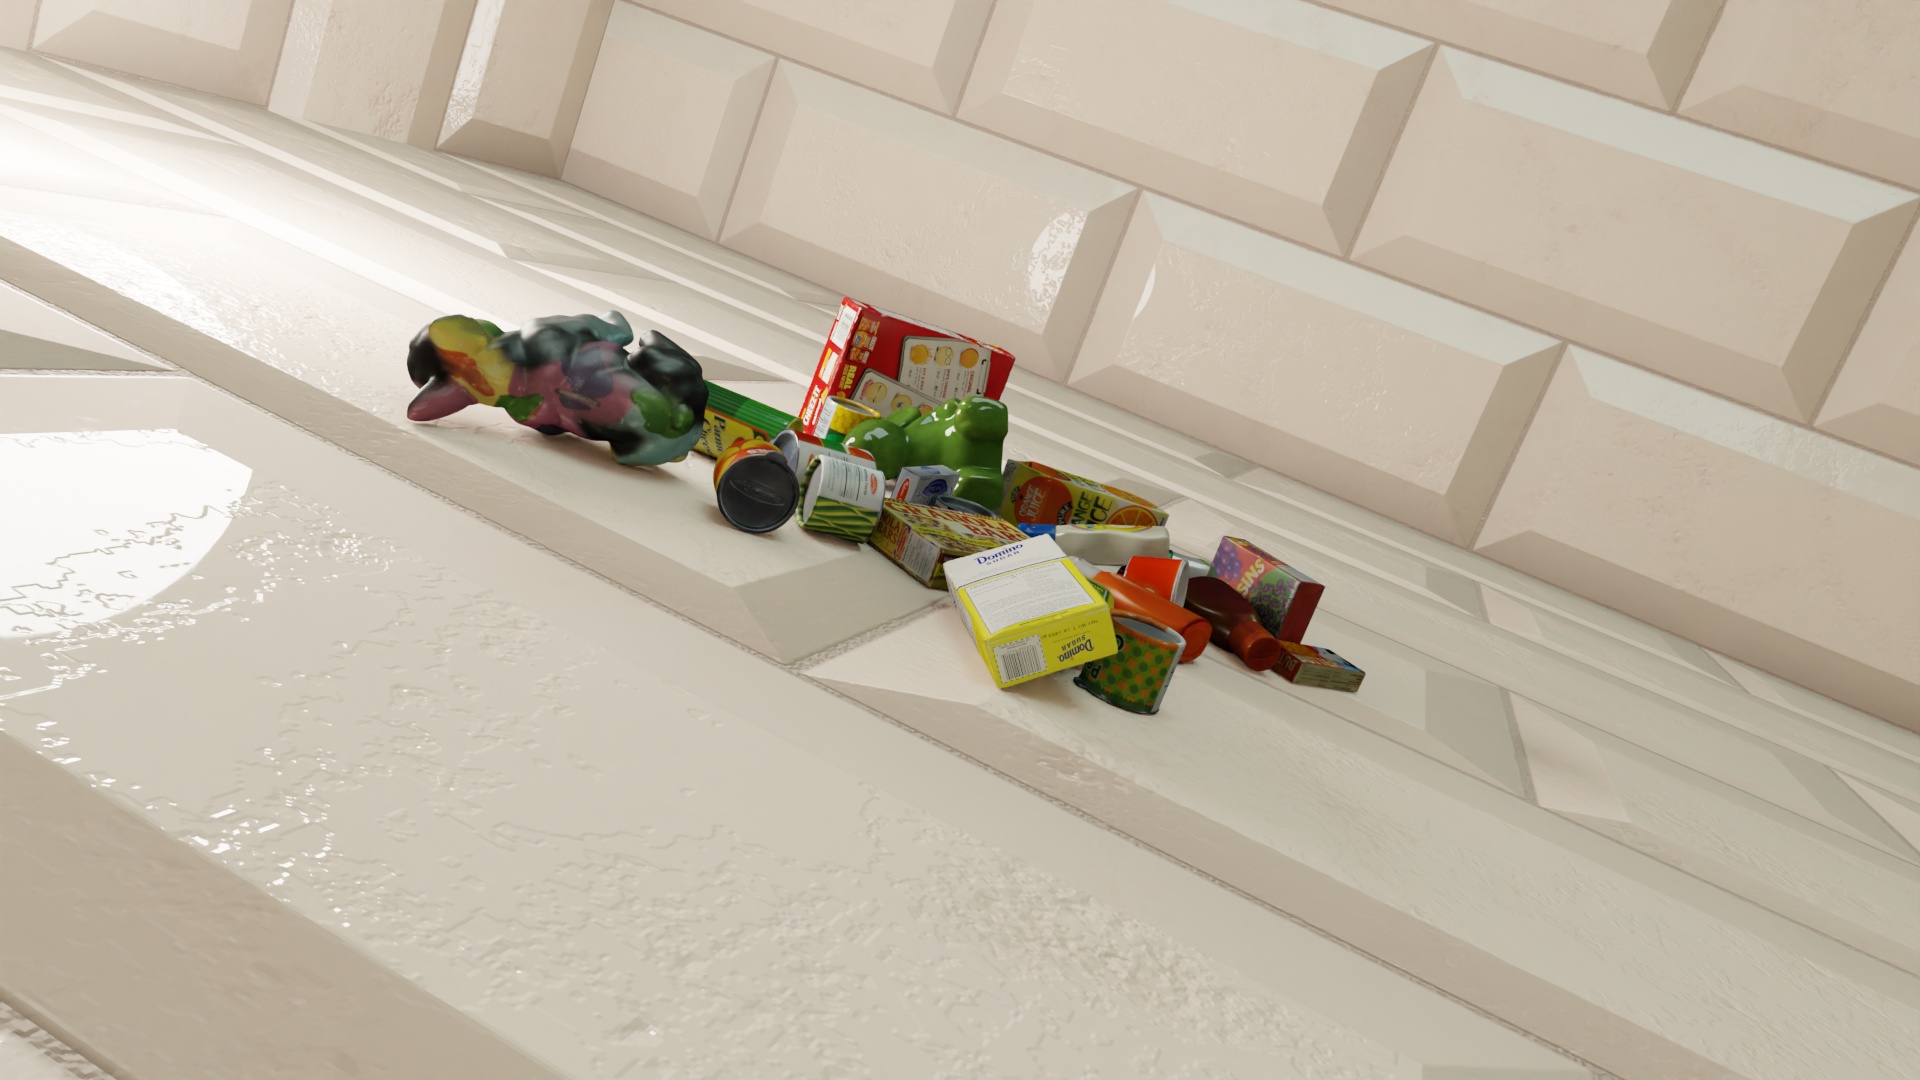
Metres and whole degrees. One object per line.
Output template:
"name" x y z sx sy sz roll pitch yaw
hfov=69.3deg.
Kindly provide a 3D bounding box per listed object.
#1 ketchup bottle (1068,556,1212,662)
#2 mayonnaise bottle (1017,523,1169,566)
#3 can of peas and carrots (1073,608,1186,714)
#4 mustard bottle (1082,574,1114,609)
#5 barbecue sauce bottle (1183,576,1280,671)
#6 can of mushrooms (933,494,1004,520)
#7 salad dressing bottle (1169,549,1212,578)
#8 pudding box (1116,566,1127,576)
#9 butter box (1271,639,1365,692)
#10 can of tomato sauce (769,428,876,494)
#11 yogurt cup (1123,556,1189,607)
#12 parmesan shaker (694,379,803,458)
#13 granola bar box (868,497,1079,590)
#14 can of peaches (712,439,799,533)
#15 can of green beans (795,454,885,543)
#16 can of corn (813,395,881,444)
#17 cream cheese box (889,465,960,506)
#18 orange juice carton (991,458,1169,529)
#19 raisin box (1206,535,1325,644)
"ketchup bottle" 0.152 0.059 1.260 0.149 0.043 0.065 29 14 34
"mayonnaise bottle" 0.130 0.004 1.373 0.148 0.041 0.065 3 8 3
"can of peas and carrots" 0.128 0.090 1.055 0.071 0.058 0.071 20 12 -4
"mustard bottle" 0.093 0.065 1.127 0.065 0.048 0.160 18 12 0
"barbecue sauce bottle" 0.260 0.080 1.344 0.065 0.043 0.149 -2 20 -15
"can of mushrooms" 0.005 -0.017 1.370 0.071 0.033 0.071 20 12 -4
"salad dressing bottle" 0.258 0.041 1.509 0.148 0.044 0.064 21 9 0
"pudding box" 0.181 0.045 1.397 0.050 0.030 0.084 21 12 11
"butter box" 0.340 0.121 1.345 0.103 0.024 0.053 11 16 -37
"can of tomato sauce" -0.129 -0.060 1.262 0.083 0.071 0.071 14 14 -33
"yogurt cup" 0.183 0.046 1.317 0.054 0.072 0.072 12 9 17
"parmesan shaker" -0.210 -0.102 1.317 0.103 0.071 0.071 22 12 9
"granola bar box" 0.006 0.010 1.245 0.166 0.039 0.124 10 17 -41
"can of peaches" -0.166 -0.047 1.134 0.071 0.071 0.058 17 12 -18
"can of green beans" -0.104 -0.035 1.196 0.058 0.071 0.071 15 13 -22
"can of corn" -0.125 -0.122 1.548 0.071 0.058 0.071 20 13 -4
"cream cheese box" -0.038 -0.046 1.375 0.024 0.053 0.104 27 14 18
"orange juice carton" 0.125 -0.032 1.537 0.193 0.071 0.073 16 12 -22
"raisin box" 0.302 0.057 1.414 0.040 0.086 0.123 11 16 -34
